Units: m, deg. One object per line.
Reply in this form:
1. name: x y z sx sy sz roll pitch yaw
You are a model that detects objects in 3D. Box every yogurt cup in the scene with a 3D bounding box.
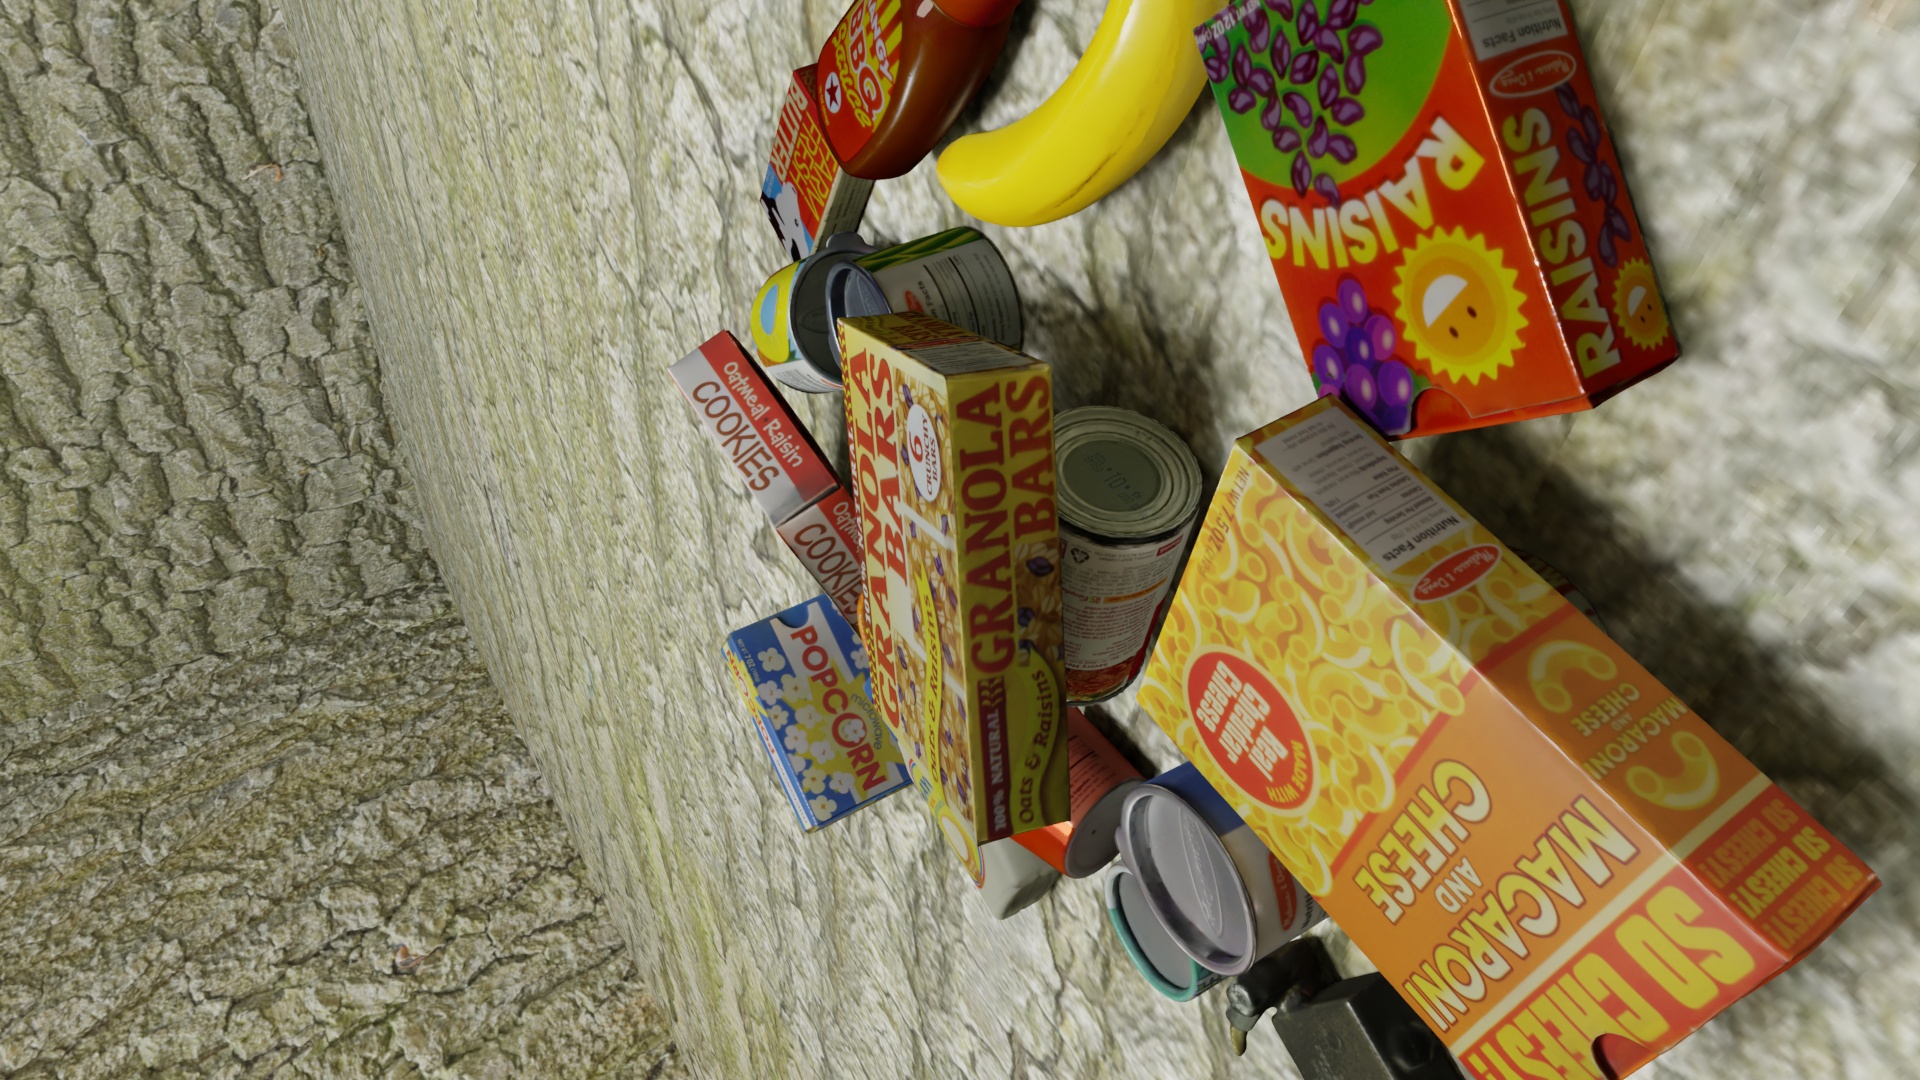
1. yogurt cup: 0.047 0.114 0.623 0.054 0.073 0.072 36 141 36

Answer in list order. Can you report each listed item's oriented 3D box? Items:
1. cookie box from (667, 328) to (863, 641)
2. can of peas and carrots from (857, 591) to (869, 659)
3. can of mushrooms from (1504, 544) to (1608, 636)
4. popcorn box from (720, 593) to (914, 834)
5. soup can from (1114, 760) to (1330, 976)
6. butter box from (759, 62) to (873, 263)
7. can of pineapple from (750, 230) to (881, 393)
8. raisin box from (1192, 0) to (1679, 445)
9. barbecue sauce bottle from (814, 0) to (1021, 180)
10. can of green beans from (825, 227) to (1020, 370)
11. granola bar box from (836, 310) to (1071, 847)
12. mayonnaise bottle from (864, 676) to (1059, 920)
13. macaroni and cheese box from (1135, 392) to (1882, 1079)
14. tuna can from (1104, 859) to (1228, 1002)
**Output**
1. cookie box: -0.078 -0.018 0.725 0.123 0.040 0.166 51 174 32
2. can of peas and carrots: -0.011 0.041 0.685 0.071 0.059 0.070 44 146 41
3. can of mushrooms: 0.147 0.034 0.392 0.071 0.033 0.070 45 148 40
4. popcorn box: -0.079 0.101 0.839 0.127 0.085 0.038 63 155 9
5. soup can: 0.105 0.094 0.465 0.071 0.084 0.071 44 146 41
6. butter box: -0.068 -0.174 0.664 0.053 0.024 0.103 61 155 13
7. can of pineapple: -0.059 -0.105 0.655 0.058 0.071 0.071 4 113 63
8. raisin box: 0.115 -0.090 0.348 0.086 0.040 0.123 -10 102 64
9. barbecue sauce bottle: -0.011 -0.189 0.514 0.148 0.044 0.065 -20 80 65
10. can of green beans: -0.016 -0.093 0.585 0.071 0.058 0.071 44 146 41
11. granola bar box: -0.004 0.007 0.507 0.124 0.039 0.165 -142 44 -63
12. mayonnaise bottle: -0.002 0.131 0.759 0.148 0.041 0.064 55 154 25
13. macaroni and cheese box: 0.124 0.061 0.368 0.167 0.040 0.123 49 150 28
14. tuna can: 0.095 0.166 0.603 0.071 0.033 0.070 45 147 41
